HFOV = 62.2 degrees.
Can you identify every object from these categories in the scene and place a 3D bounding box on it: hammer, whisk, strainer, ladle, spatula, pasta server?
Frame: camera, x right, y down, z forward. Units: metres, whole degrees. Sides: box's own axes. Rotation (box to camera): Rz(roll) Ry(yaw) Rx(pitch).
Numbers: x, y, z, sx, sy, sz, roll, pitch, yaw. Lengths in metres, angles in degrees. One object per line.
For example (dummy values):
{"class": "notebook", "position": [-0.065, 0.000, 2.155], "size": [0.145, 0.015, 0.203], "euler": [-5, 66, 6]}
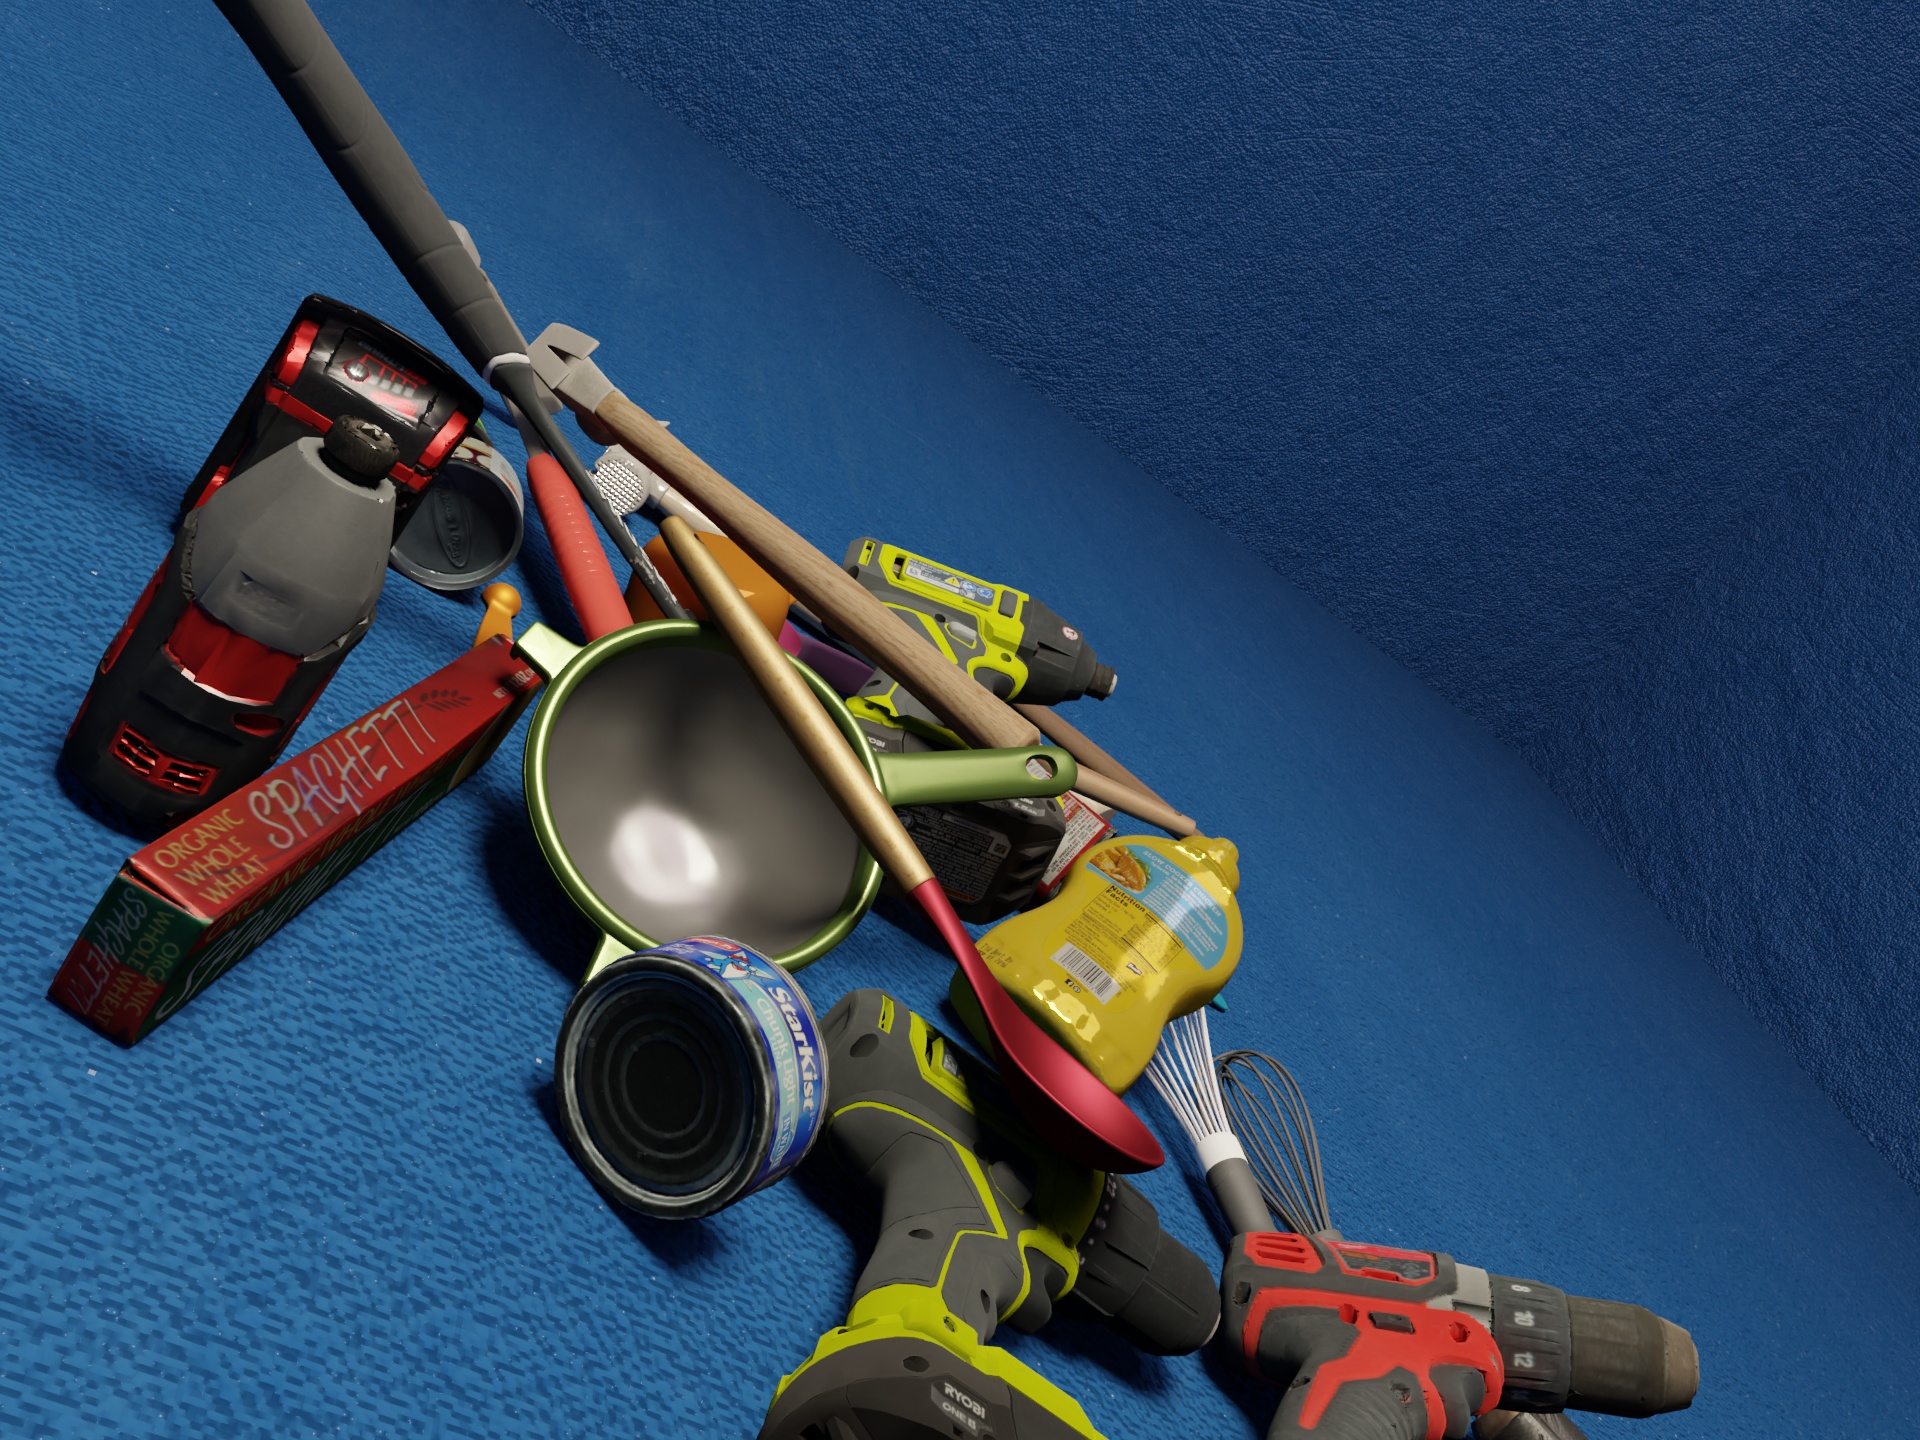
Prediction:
{"class": "hammer", "position": [-0.204, -0.104, 0.827], "size": [0.359, 0.036, 0.149], "euler": [61, -6, 34]}
{"class": "whisk", "position": [0.177, 0.256, 0.775], "size": [0.055, 0.055, 0.239], "euler": [26, 27, -38]}
{"class": "strainer", "position": [-0.066, 0.037, 0.665], "size": [0.256, 0.069, 0.152], "euler": [-3, 67, -36]}
{"class": "ladle", "position": [-0.029, 0.042, 0.603], "size": [0.316, 0.031, 0.069], "euler": [54, 9, 16]}
{"class": "whisk", "position": [0.117, 0.193, 0.795], "size": [0.070, 0.070, 0.285], "euler": [28, 27, -35]}
{"class": "spatula", "position": [0.003, 0.005, 0.978], "size": [0.316, 0.018, 0.060], "euler": [24, 23, -8]}
{"class": "pasta server", "position": [0.056, -0.013, 1.131], "size": [0.316, 0.040, 0.060], "euler": [40, 1, 24]}
{"class": "hammer", "position": [-0.092, -0.087, 0.777], "size": [0.331, 0.031, 0.130], "euler": [40, -4, 15]}
{"class": "hammer", "position": [-0.060, -0.056, 1.058], "size": [0.410, 0.038, 0.146], "euler": [37, 16, -12]}
{"class": "hammer", "position": [-0.173, -0.131, 0.646], "size": [0.408, 0.036, 0.149], "euler": [62, -1, -40]}

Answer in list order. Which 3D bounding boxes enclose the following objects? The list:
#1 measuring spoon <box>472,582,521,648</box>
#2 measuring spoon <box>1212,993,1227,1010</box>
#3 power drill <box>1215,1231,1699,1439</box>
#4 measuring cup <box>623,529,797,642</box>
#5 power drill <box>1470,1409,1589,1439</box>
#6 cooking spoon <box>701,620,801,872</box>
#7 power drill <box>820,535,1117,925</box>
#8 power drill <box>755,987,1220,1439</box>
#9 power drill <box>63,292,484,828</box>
{"class": "measuring spoon", "position": [-0.213, -0.036, 0.733], "size": [0.021, 0.011, 0.117], "euler": [31, 20, -26]}
{"class": "measuring spoon", "position": [0.117, 0.142, 0.983], "size": [0.128, 0.021, 0.042], "euler": [45, 16, -15]}
{"class": "power drill", "position": [0.182, 0.262, 0.575], "size": [0.188, 0.080, 0.226], "euler": [4, 8, 13]}
{"class": "measuring cup", "position": [-0.121, -0.079, 0.898], "size": [0.095, 0.052, 0.173], "euler": [29, 26, 12]}
{"class": "power drill", "position": [0.263, 0.362, 0.637], "size": [0.185, 0.084, 0.226], "euler": [48, 15, 30]}
{"class": "cooking spoon", "position": [-0.120, -0.001, 0.825], "size": [0.068, 0.017, 0.319], "euler": [16, 24, -11]}
{"class": "power drill", "position": [-0.001, -0.003, 0.846], "size": [0.171, 0.080, 0.223], "euler": [20, 35, -6]}
{"class": "power drill", "position": [0.019, 0.203, 0.525], "size": [0.190, 0.080, 0.229], "euler": [38, 15, -10]}
{"class": "power drill", "position": [-0.233, -0.069, 0.561], "size": [0.078, 0.143, 0.220], "euler": [32, 17, -24]}
